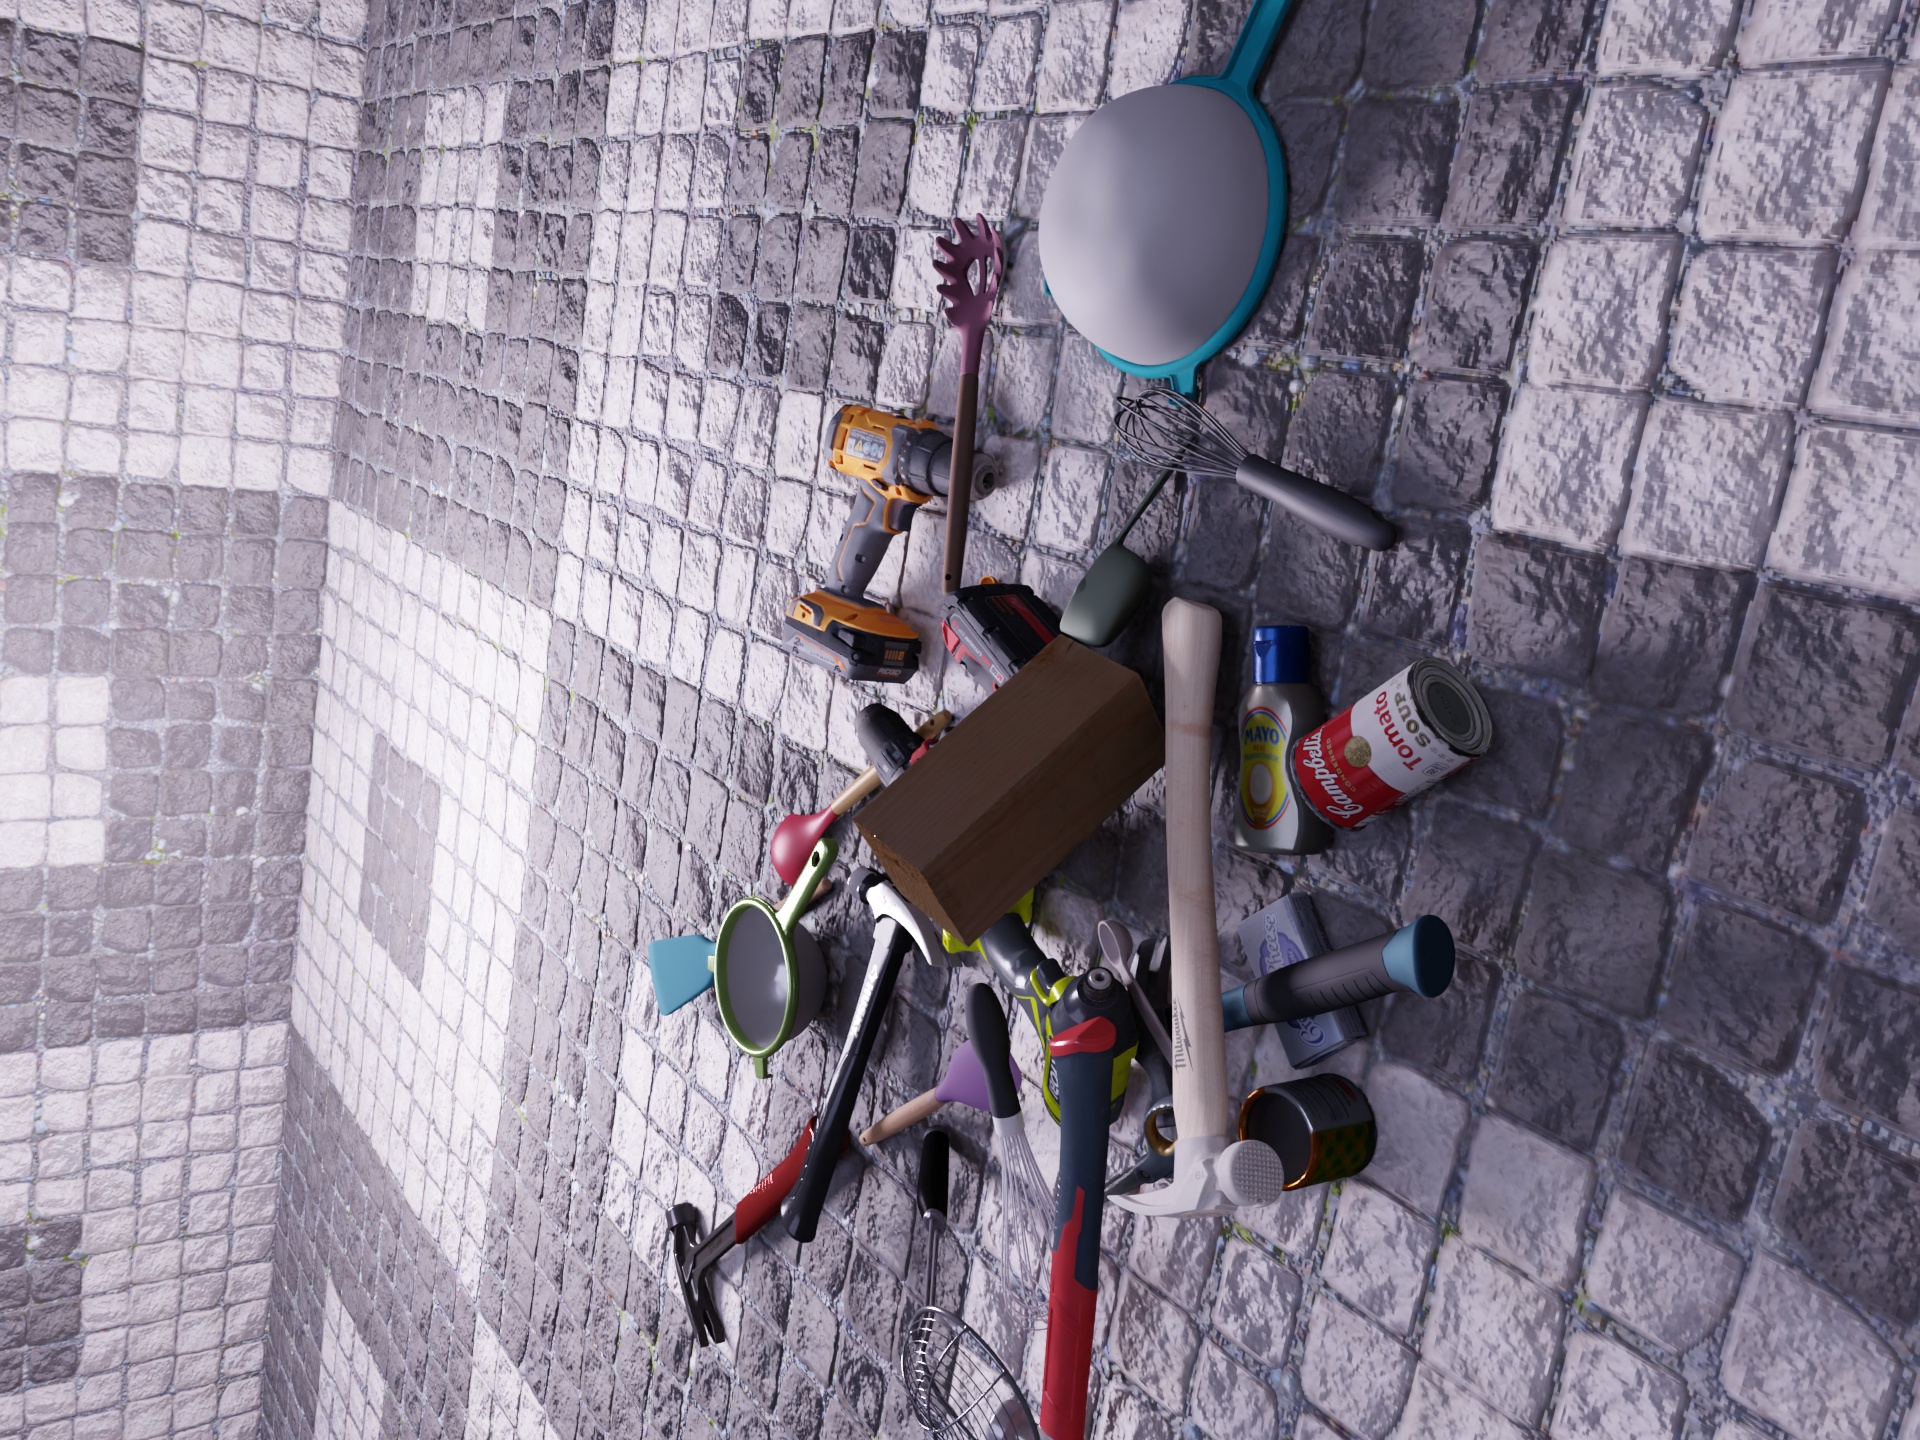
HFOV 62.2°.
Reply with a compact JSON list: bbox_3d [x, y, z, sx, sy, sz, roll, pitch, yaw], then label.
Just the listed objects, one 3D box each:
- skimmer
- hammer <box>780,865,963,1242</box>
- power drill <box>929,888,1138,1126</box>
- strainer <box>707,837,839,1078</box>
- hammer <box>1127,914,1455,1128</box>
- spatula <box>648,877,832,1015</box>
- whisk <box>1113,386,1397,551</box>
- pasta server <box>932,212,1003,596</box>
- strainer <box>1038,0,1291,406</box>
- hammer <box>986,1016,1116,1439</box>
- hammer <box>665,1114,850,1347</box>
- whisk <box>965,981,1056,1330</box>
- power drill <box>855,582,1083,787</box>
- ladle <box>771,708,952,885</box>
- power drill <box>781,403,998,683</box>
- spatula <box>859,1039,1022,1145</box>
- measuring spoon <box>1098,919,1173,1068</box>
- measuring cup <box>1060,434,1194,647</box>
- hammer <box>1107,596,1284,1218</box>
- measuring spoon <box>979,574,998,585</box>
[{"bbox_3d":[0.008,0.407,1.186,0.363,0.090,0.127,-89,-15,-71],"label":"skimmer"},{"bbox_3d":[-0.094,0.309,1.409,0.146,0.035,0.334,29,104,49],"label":"hammer"},{"bbox_3d":[0.055,0.175,1.180,0.223,0.080,0.171,55,156,37],"label":"power drill"},{"bbox_3d":[-0.150,0.203,1.489,0.152,0.069,0.256,57,130,37],"label":"strainer"},{"bbox_3d":[0.197,0.179,1.010,0.331,0.033,0.128,-39,61,60],"label":"hammer"},{"bbox_3d":[-0.223,0.217,1.606,0.317,0.044,0.082,-35,63,46],"label":"spatula"},{"bbox_3d":[0.190,-0.167,1.053,0.239,0.055,0.055,36,118,37],"label":"whisk"},{"bbox_3d":[0.001,-0.253,1.275,0.060,0.040,0.316,-2,76,28],"label":"pasta server"},{"bbox_3d":[0.144,-0.402,1.084,0.211,0.095,0.340,53,131,39],"label":"strainer"},{"bbox_3d":[0.093,0.386,1.107,0.143,0.038,0.386,16,115,32],"label":"hammer"},{"bbox_3d":[-0.201,0.496,1.583,0.359,0.036,0.149,-49,53,41],"label":"hammer"},{"bbox_3d":[0.043,0.329,1.188,0.070,0.070,0.284,2,108,53],"label":"whisk"},{"bbox_3d":[-0.002,-0.004,1.284,0.188,0.080,0.226,51,132,33],"label":"power drill"},{"bbox_3d":[-0.098,0.070,1.459,0.315,0.031,0.069,-41,59,43],"label":"ladle"},{"bbox_3d":[-0.059,-0.147,1.365,0.185,0.084,0.226,24,104,42],"label":"power drill"},{"bbox_3d":[-0.023,0.318,1.321,0.060,0.018,0.316,61,147,11],"label":"spatula"},{"bbox_3d":[0.130,0.191,1.098,0.124,0.018,0.034,62,161,24],"label":"measuring spoon"},{"bbox_3d":[0.132,-0.125,1.140,0.038,0.083,0.167,36,102,11],"label":"measuring cup"},{"bbox_3d":[0.146,0.112,1.044,0.146,0.038,0.411,142,136,-56],"label":"hammer"},{"bbox_3d":[0.030,-0.061,1.306,0.021,0.011,0.117,-8,87,48],"label":"measuring spoon"}]
